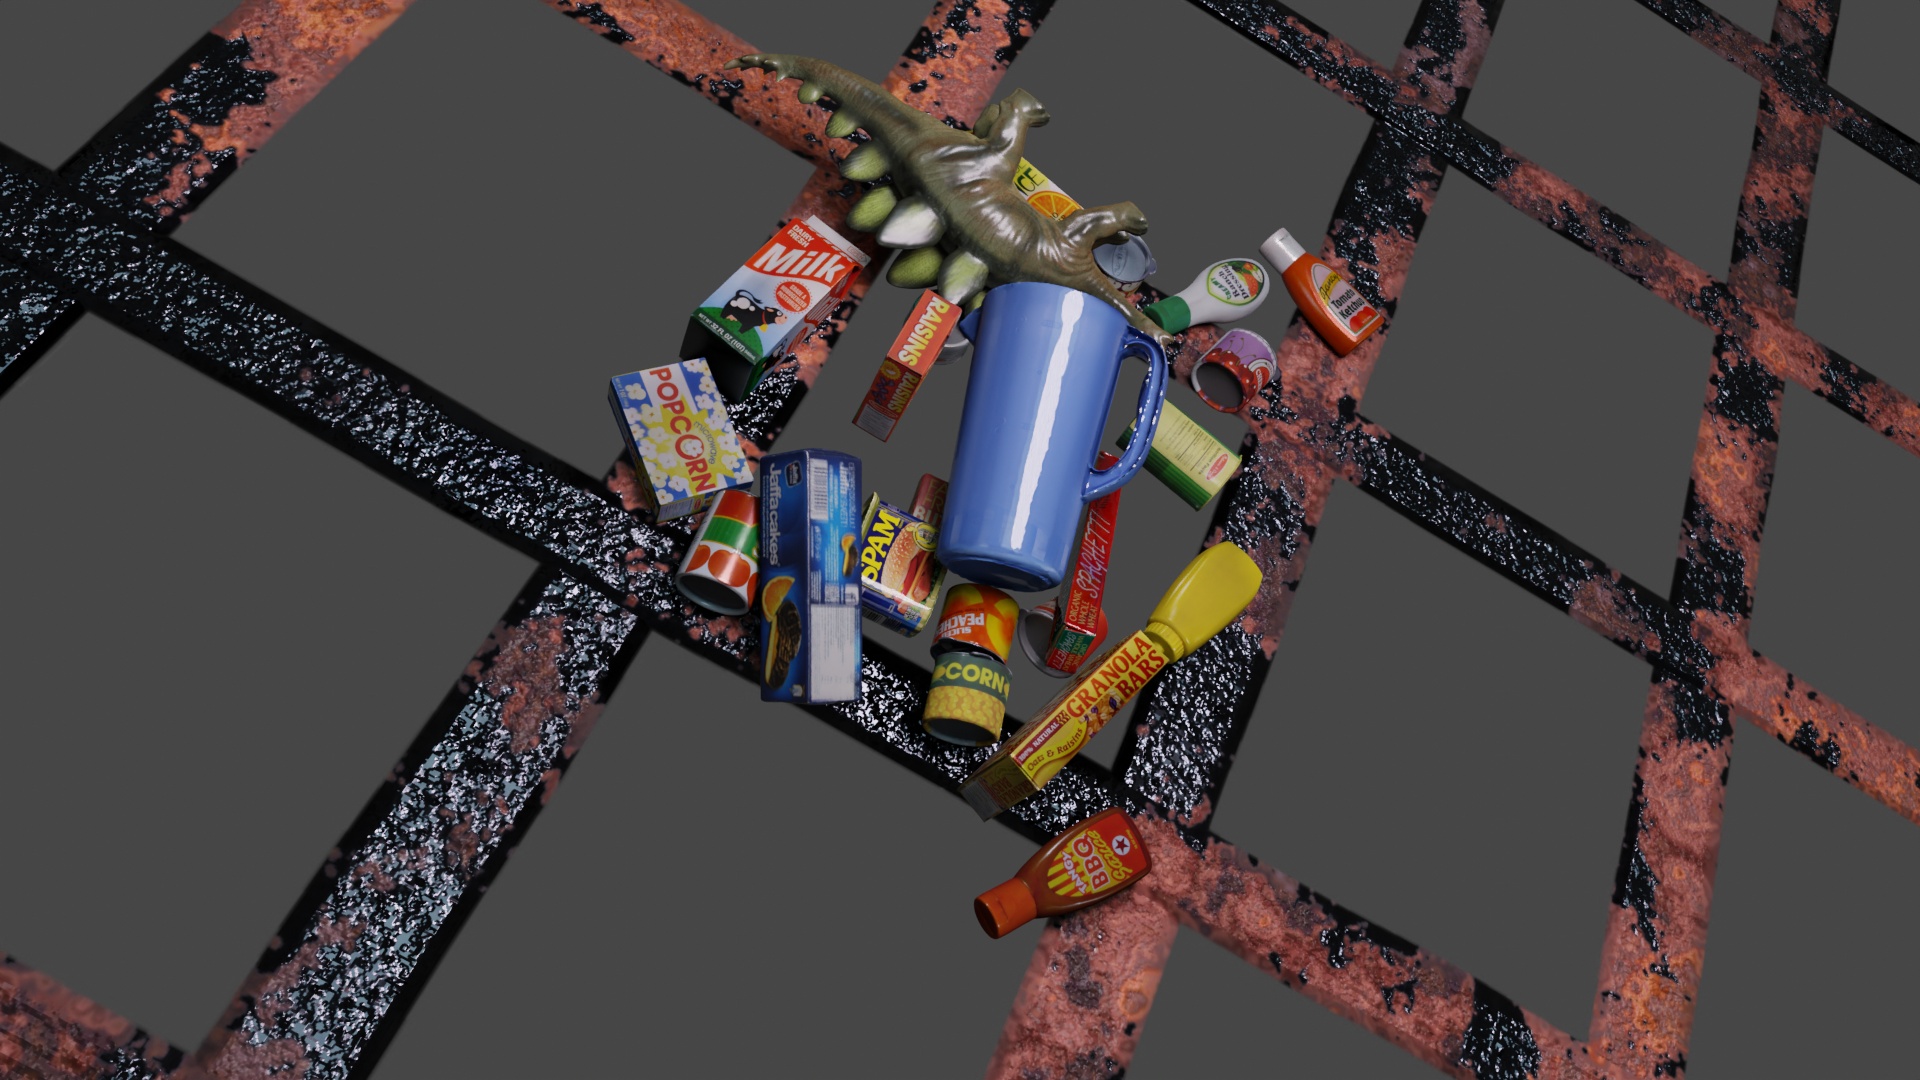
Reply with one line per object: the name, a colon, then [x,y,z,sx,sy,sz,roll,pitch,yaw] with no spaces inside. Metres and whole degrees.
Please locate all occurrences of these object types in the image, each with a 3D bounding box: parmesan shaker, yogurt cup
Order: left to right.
yogurt cup: [0.091,0.079,1.210,0.054,0.072,0.072,-33,80,-37]
parmesan shaker: [0.208,-0.087,1.325,0.103,0.071,0.071,40,60,2]

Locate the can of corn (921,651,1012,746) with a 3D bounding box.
can of corn: [0.006,0.131,1.149,0.071,0.071,0.058,18,63,-11]

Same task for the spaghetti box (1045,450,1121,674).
spaghetti box: [0.110,0.014,1.202,0.029,0.049,0.251,20,39,-3]

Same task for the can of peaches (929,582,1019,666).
can of peaches: [0.012,0.075,1.178,0.071,0.071,0.058,22,60,-9]

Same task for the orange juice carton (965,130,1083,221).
orange juice carton: [0.038,-0.332,1.374,0.193,0.072,0.072,41,61,2]

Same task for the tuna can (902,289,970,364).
tuna can: [-0.020,-0.205,1.317,0.071,0.032,0.071,8,65,-17]

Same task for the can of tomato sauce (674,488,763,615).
can of tomato sauce: [-0.186,0.011,1.138,0.071,0.071,0.083,25,61,-8]

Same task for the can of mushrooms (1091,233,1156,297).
can of mushrooms: [0.162,-0.282,1.417,0.071,0.033,0.071,8,63,-16]

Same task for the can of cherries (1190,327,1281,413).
can of cherries: [0.275,-0.168,1.385,0.071,0.071,0.059,45,60,4]

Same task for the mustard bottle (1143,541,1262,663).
mustard bottle: [0.209,0.067,1.265,0.065,0.048,0.161,47,61,5]

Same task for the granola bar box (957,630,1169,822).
granola bar box: [0.082,0.151,1.137,0.166,0.123,0.039,-40,86,-30]

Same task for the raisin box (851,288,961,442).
raisin box: [-0.048,-0.153,1.231,0.040,0.123,0.086,30,60,-4]

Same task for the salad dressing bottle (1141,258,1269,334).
salad dressing bottle: [0.251,-0.246,1.427,0.148,0.043,0.064,-26,76,-28]

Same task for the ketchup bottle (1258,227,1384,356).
ketchup bottle: [0.381,-0.268,1.485,0.065,0.043,0.149,-37,82,-29]

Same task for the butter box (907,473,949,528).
butter box: [0.004,-0.016,1.243,0.103,0.024,0.053,23,61,-8]

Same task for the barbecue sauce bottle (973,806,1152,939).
barbecue sauce bottle: [0.081,0.274,1.127,0.149,0.043,0.065,-22,76,-26]

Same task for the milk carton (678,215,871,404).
milk carton: [-0.161,-0.219,1.249,0.072,0.073,0.191,38,59,0]

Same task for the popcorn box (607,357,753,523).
popcorn box: [-0.238,-0.087,1.181,0.085,0.038,0.127,-16,73,-26]
